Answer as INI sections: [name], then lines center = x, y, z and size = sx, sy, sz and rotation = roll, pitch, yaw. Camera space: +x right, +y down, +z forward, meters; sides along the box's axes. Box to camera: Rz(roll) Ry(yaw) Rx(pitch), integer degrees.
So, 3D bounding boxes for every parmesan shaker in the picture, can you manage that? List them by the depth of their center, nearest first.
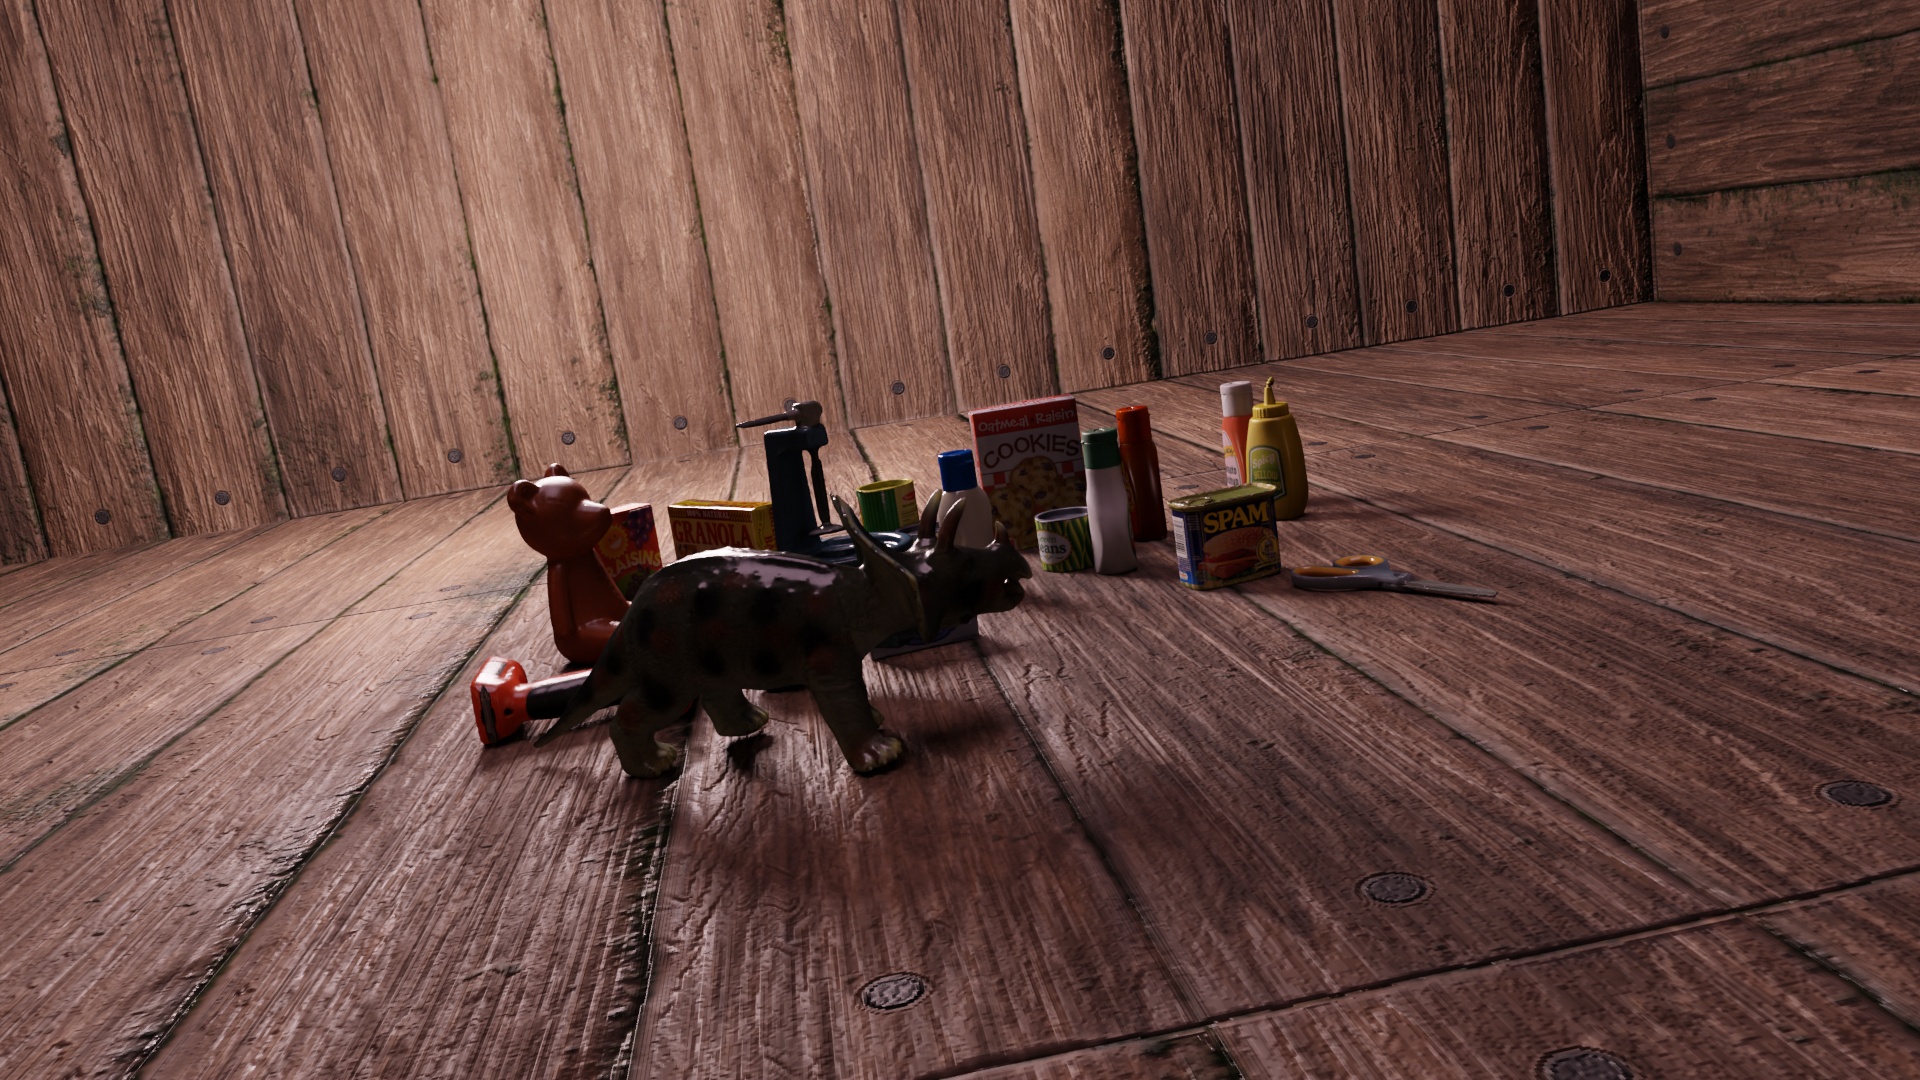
[parmesan shaker]
center = -0.080, -0.013, 1.576
size = 0.071, 0.103, 0.071
rotation = -8, 11, 2

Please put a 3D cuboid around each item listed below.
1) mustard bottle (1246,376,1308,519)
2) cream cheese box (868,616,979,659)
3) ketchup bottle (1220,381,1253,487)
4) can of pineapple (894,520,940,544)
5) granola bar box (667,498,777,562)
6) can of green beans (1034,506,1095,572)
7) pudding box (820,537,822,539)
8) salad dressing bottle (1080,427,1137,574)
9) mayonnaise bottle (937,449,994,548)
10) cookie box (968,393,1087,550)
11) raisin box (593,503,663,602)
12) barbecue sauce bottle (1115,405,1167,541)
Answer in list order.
[mustard bottle]
center = 0.353, -0.104, 1.566
size = 0.065, 0.160, 0.049
rotation = 1, 14, 42
[cream cheese box]
center = -0.036, 0.070, 1.251
size = 0.104, 0.053, 0.024
rotation = -11, 11, -13
[ketchup bottle]
center = 0.337, -0.114, 1.658
size = 0.043, 0.148, 0.065
rotation = -10, 11, -7
[can of pineapple]
center = -0.035, 0.013, 1.528
size = 0.071, 0.057, 0.071
rotation = -8, 11, 2
[granola bar box]
center = -0.243, 0.021, 1.474
size = 0.039, 0.124, 0.165
rotation = -18, 14, -40
[can of green beans]
center = 0.116, -0.001, 1.489
size = 0.071, 0.057, 0.071
rotation = -8, 11, 2
[pudding box]
center = -0.188, 0.028, 1.588
size = 0.030, 0.049, 0.084
rotation = -2, 12, 30
[salad dressing bottle]
center = 0.152, -0.041, 1.429
size = 0.044, 0.147, 0.064
rotation = -8, 10, 1
[mayonnaise bottle]
center = 0.005, -0.018, 1.420
size = 0.041, 0.147, 0.065
rotation = 2, 15, 45
[cookie box]
center = 0.082, -0.078, 1.618
size = 0.123, 0.167, 0.040
rotation = -10, 10, -6
[raisin box]
center = -0.377, 0.027, 1.545
size = 0.040, 0.123, 0.086
rotation = 1, 15, 43
[barbecue sauce bottle]
center = 0.203, -0.077, 1.568
size = 0.044, 0.148, 0.065
rotation = -9, 11, -3
